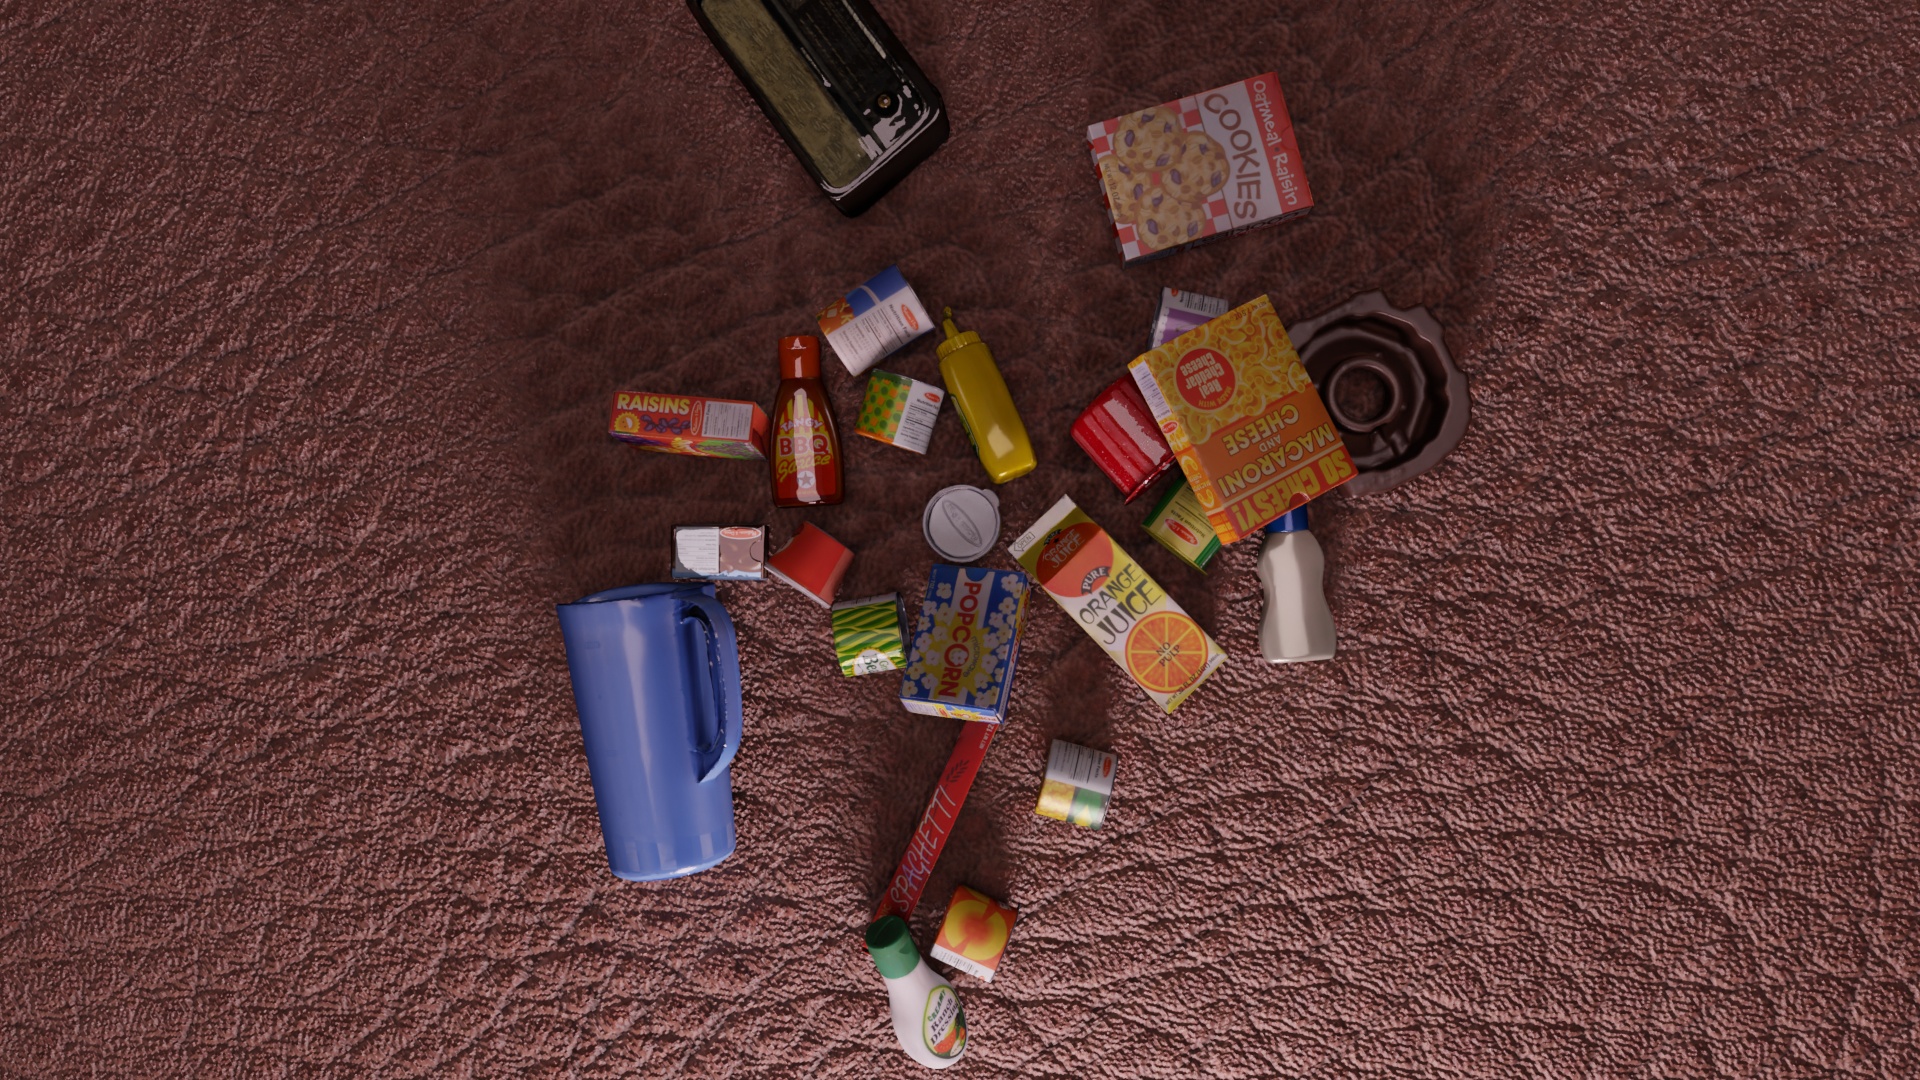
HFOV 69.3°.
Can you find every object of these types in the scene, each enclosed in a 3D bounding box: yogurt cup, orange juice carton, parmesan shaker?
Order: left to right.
[{"bbox_3d":[-0.128,0.019,1.204,0.072,0.072,0.054,33,84,3],"label":"yogurt cup"},{"bbox_3d":[0.132,0.052,1.183,0.072,0.073,0.193,-45,87,2],"label":"orange juice carton"},{"bbox_3d":[0.213,-0.031,1.183,0.071,0.071,0.103,38,91,3],"label":"parmesan shaker"}]

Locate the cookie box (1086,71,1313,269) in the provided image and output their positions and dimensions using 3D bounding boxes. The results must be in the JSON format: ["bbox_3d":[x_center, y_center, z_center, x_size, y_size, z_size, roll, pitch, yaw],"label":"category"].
[{"bbox_3d":[0.206,-0.319,1.201,0.167,0.040,0.123,-15,88,3],"label":"cookie box"}]

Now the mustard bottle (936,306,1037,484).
[{"bbox_3d":[0.016,-0.128,1.200,0.049,0.065,0.160,-24,82,-2],"label":"mustard bottle"}]

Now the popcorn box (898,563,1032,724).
[{"bbox_3d":[0.006,0.087,1.175,0.085,0.038,0.127,5,65,19],"label":"popcorn box"}]

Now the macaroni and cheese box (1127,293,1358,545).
[{"bbox_3d":[0.229,-0.098,1.122,0.124,0.040,0.166,-27,89,-16],"label":"macaroni and cheese box"}]

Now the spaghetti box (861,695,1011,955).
[{"bbox_3d":[-0.020,0.242,1.200,0.029,0.050,0.250,25,91,5],"label":"spaghetti box"}]

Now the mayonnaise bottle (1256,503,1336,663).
[{"bbox_3d":[0.284,0.029,1.191,0.065,0.041,0.148,-5,88,2],"label":"mayonnaise bottle"}]

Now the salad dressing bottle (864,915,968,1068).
[{"bbox_3d":[-0.038,0.380,1.169,0.044,0.064,0.147,1,125,37],"label":"salad dressing bottle"}]

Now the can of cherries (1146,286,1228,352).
[{"bbox_3d":[0.193,-0.177,1.188,0.058,0.071,0.071,12,90,3],"label":"can of cherries"}]

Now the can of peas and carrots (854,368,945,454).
[{"bbox_3d":[-0.055,-0.112,1.202,0.071,0.071,0.058,17,91,4],"label":"can of peas and carrots"}]

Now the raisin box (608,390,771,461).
[{"bbox_3d":[-0.231,-0.097,1.200,0.123,0.086,0.040,5,84,3],"label":"raisin box"}]

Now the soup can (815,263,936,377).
[{"bbox_3d":[-0.074,-0.191,1.205,0.084,0.071,0.071,-32,88,3],"label":"soup can"}]

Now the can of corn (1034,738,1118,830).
[{"bbox_3d":[0.098,0.210,1.187,0.058,0.071,0.071,15,90,4],"label":"can of corn"}]

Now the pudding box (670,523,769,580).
[{"bbox_3d":[-0.212,0.010,1.225,0.084,0.030,0.049,0,88,3],"label":"pudding box"}]

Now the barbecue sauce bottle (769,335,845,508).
[{"bbox_3d":[-0.137,-0.103,1.216,0.065,0.043,0.148,-4,88,0],"label":"barbecue sauce bottle"}]

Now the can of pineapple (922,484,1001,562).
[{"bbox_3d":[0.004,-0.015,1.199,0.071,0.058,0.071,0,90,3],"label":"can of pineapple"}]

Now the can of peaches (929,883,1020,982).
[{"bbox_3d":[0.012,0.333,1.190,0.058,0.071,0.071,22,91,4],"label":"can of peaches"}]

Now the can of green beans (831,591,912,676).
[{"bbox_3d":[-0.076,0.081,1.198,0.058,0.071,0.071,-10,89,4],"label":"can of green beans"}]
